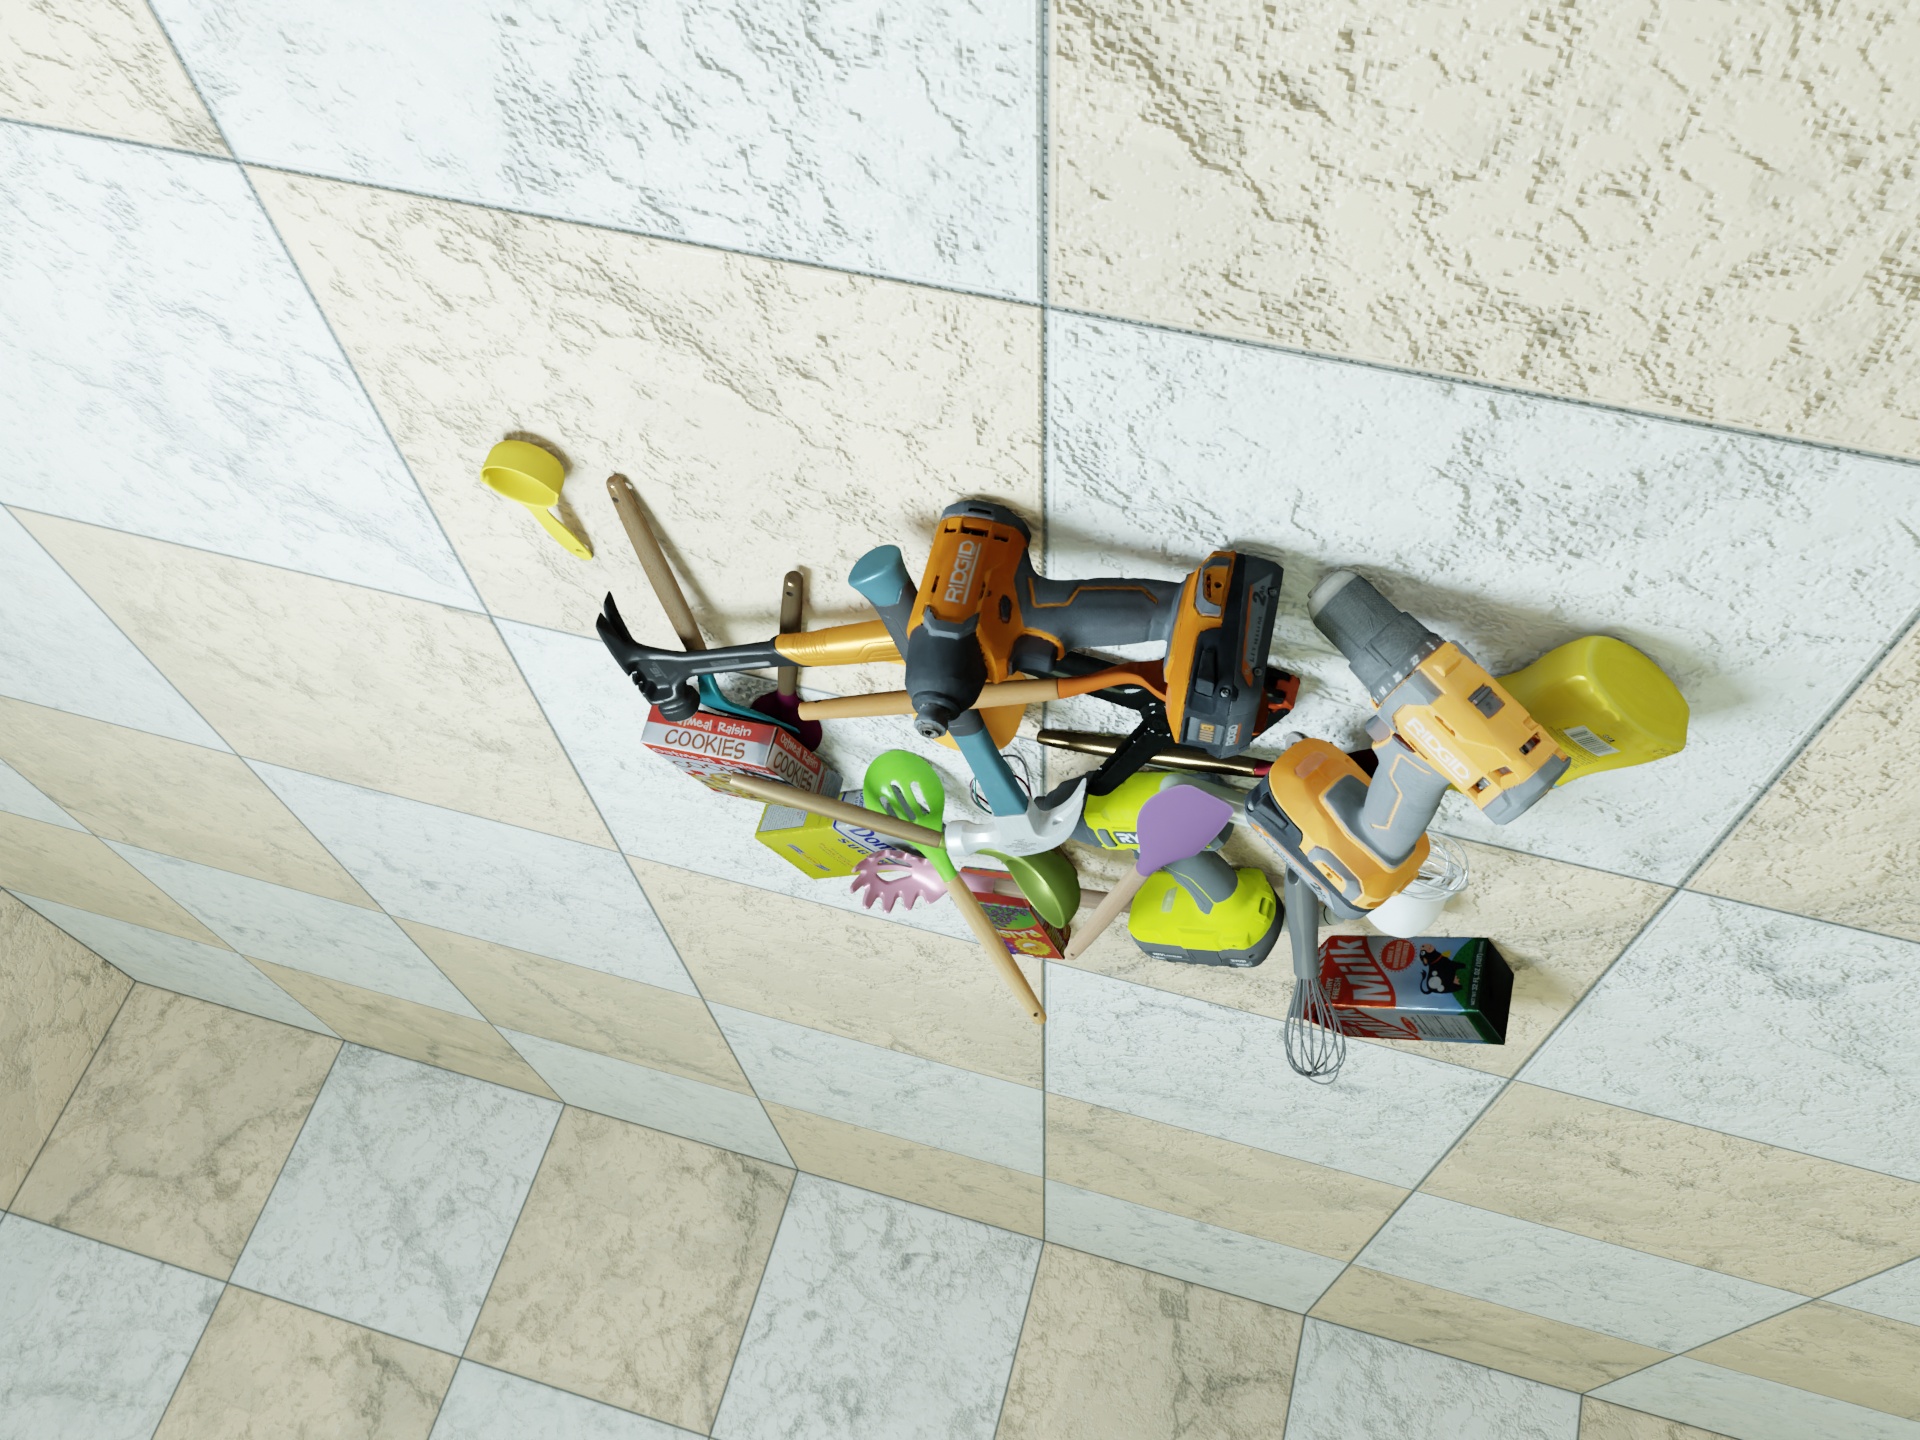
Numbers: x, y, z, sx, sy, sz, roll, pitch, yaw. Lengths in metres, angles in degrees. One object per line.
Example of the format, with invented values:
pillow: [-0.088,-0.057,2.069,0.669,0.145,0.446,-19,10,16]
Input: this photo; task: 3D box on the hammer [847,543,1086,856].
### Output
hammer: [-0.002,-0.004,1.162,0.128,0.033,0.330,-6,139,22]

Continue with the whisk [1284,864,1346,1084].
whisk: [0.303,0.219,1.384,0.055,0.055,0.238,3,119,26]

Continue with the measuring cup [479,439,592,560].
measuring cup: [-0.303,-0.162,1.179,0.062,0.029,0.156,11,164,13]

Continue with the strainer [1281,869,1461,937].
strainer: [0.332,0.170,1.382,0.086,0.050,0.258,16,160,-29]

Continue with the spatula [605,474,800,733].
spatula: [-0.211,-0.080,1.254,0.082,0.044,0.317,15,146,25]

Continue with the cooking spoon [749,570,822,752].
cooking spoon: [-0.143,-0.038,1.306,0.069,0.017,0.318,18,154,1]

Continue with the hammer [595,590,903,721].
hammer: [-0.106,-0.059,1.180,0.337,0.034,0.127,-5,141,23]

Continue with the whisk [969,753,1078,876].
whisk: [0.060,0.092,1.398,0.047,0.051,0.244,-2,150,23]

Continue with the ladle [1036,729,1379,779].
ladle: [0.200,0.031,1.207,0.315,0.031,0.069,8,143,28]

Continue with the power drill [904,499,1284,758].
power drill: [0.078,-0.046,1.003,0.226,0.164,0.084,11,152,9]

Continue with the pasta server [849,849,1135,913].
pasta server: [0.057,0.160,1.464,0.316,0.040,0.060,8,114,-1]

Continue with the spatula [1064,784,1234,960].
spatula: [0.139,0.131,1.301,0.060,0.018,0.315,27,146,0]

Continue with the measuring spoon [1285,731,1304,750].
measuring spoon: [0.270,0.044,1.218,0.034,0.018,0.124,3,142,31]

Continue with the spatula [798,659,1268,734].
spatula: [0.045,-0.011,1.085,0.322,0.081,0.041,-5,114,14]

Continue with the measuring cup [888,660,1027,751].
measuring cup: [-0.035,-0.023,1.229,0.173,0.052,0.095,16,153,1]

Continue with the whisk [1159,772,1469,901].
whisk: [0.270,0.085,1.213,0.246,0.059,0.057,17,116,0]

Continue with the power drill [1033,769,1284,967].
power drill: [0.172,0.121,1.351,0.171,0.080,0.223,-1,144,33]

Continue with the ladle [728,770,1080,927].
ladle: [-0.046,0.107,1.362,0.320,0.062,0.078,17,166,-9]

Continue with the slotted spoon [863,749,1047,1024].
slotted spoon: [0.005,0.160,1.437,0.070,0.031,0.313,-27,114,8]

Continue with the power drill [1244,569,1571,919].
power drill: [0.266,0.018,1.038,0.185,0.084,0.226,47,151,12]
